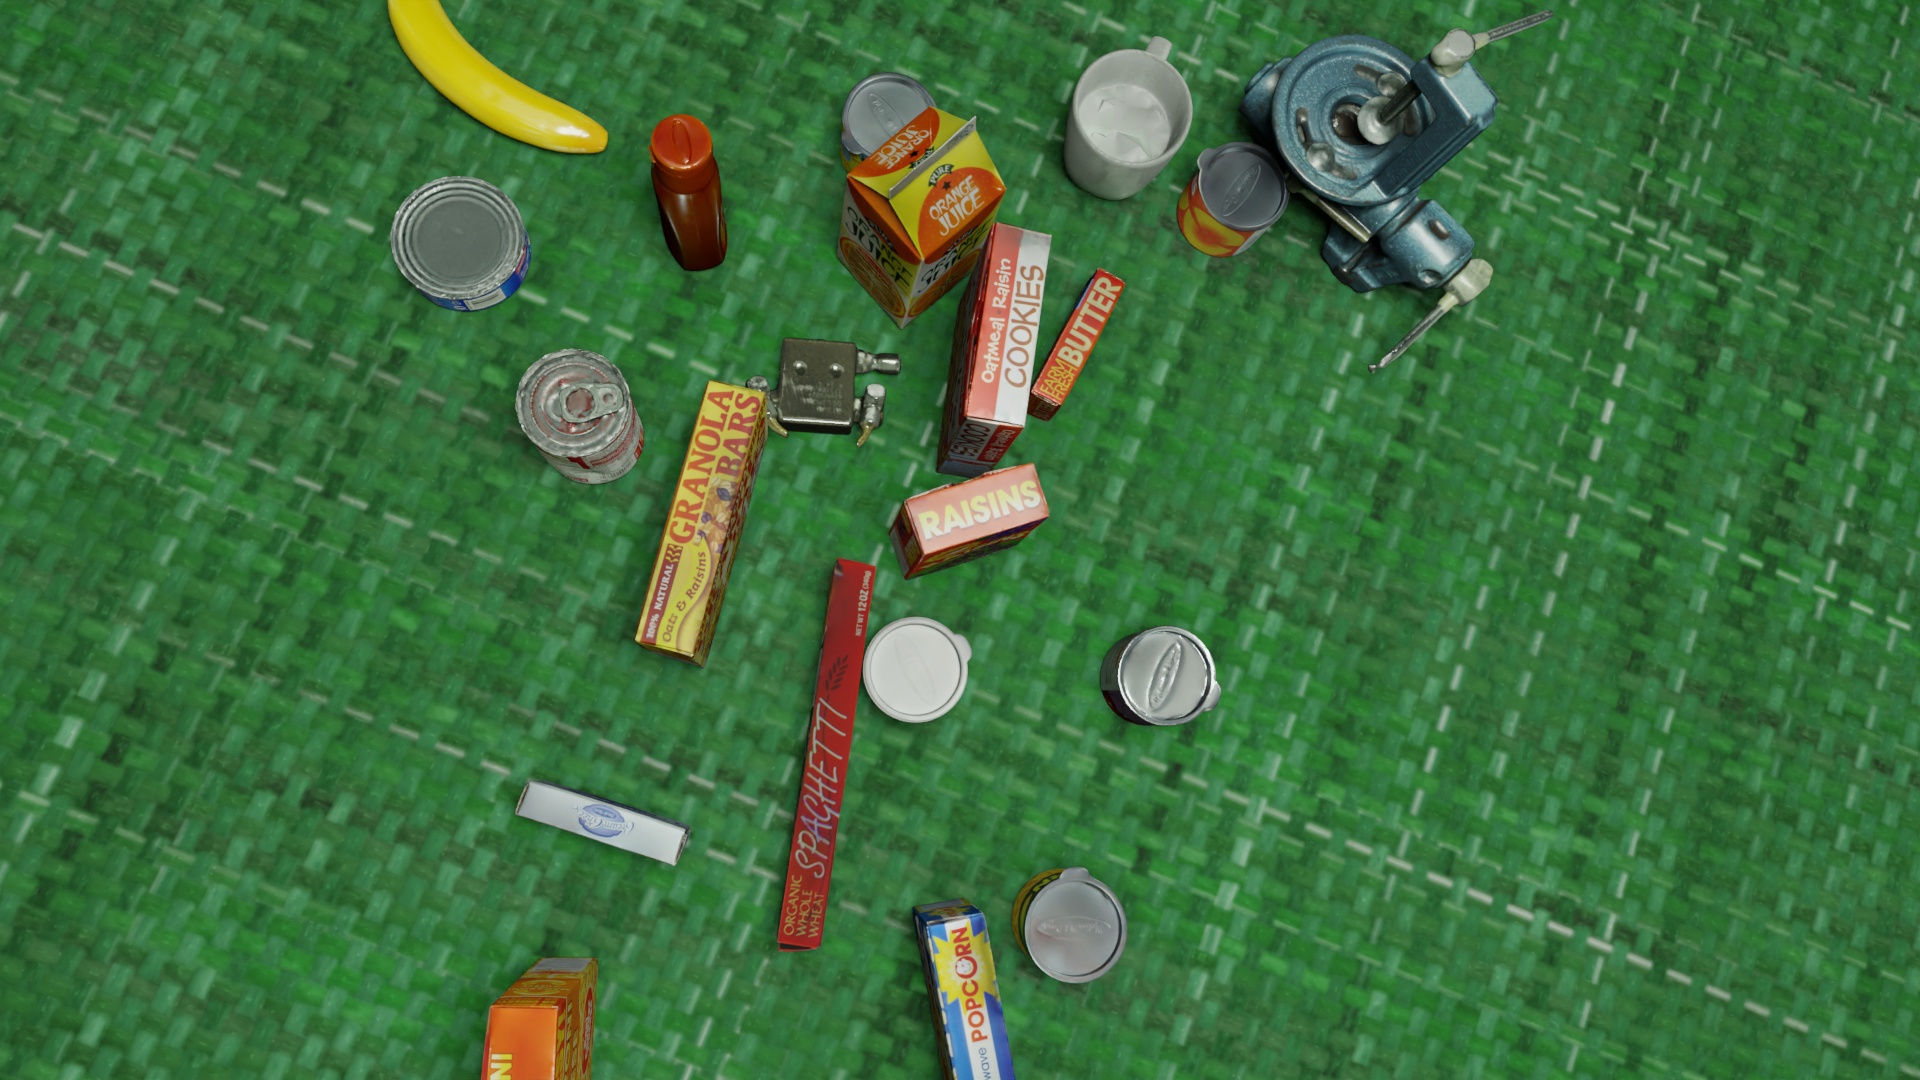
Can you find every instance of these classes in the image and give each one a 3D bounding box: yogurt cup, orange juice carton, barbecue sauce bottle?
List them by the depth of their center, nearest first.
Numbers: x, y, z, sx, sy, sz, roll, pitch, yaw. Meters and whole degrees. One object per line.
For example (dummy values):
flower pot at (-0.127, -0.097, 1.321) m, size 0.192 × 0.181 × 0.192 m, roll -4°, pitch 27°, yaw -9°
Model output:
orange juice carton at (-0.028, -0.210, 0.896) m, size 0.072 × 0.192 × 0.073 m, roll -42°, pitch 89°, yaw -11°
barbecue sauce bottle at (-0.177, -0.228, 0.901) m, size 0.044 × 0.148 × 0.065 m, roll -13°, pitch 84°, yaw -9°
yogurt cup at (-0.032, 0.087, 0.919) m, size 0.072 × 0.054 × 0.072 m, roll 1°, pitch 81°, yaw -7°

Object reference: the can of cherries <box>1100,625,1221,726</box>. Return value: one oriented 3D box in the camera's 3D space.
can of cherries at (0.134, 0.094, 0.937) m, size 0.071 × 0.058 × 0.071 m, roll 1°, pitch 81°, yaw -7°

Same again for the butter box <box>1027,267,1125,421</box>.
butter box at (0.078, -0.135, 0.969) m, size 0.024 × 0.053 × 0.103 m, roll 29°, pitch 79°, yaw -2°

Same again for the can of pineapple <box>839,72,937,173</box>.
can of pineapple at (-0.053, -0.284, 0.973) m, size 0.071 × 0.057 × 0.071 m, roll 1°, pitch 81°, yaw -7°

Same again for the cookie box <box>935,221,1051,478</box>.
cookie box at (0.017, -0.116, 0.900) m, size 0.040 × 0.167 × 0.123 m, roll 9°, pitch 81°, yaw -6°

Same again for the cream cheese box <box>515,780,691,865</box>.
cream cheese box at (-0.224, 0.177, 0.880) m, size 0.104 × 0.053 × 0.024 m, roll 19°, pitch 80°, yaw -4°

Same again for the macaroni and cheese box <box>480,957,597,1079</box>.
macaroni and cheese box at (-0.242, 0.316, 0.798) m, size 0.040 × 0.166 × 0.124 m, roll 2°, pitch 81°, yaw -7°

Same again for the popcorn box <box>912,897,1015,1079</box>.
popcorn box at (0.003, 0.295, 0.875) m, size 0.038 × 0.085 × 0.127 m, roll -10°, pitch 83°, yaw -9°

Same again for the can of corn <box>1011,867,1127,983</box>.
can of corn at (0.070, 0.247, 0.905) m, size 0.071 × 0.058 × 0.071 m, roll 1°, pitch 81°, yaw -7°

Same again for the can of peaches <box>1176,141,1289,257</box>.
can of peaches at (0.193, -0.245, 0.999) m, size 0.071 × 0.058 × 0.071 m, roll 1°, pitch 81°, yaw -7°

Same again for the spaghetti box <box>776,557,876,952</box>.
spaghetti box at (-0.088, 0.138, 0.905) m, size 0.029 × 0.050 × 0.250 m, roll 9°, pitch 80°, yaw -6°

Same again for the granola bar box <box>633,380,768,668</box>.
granola bar box at (-0.162, -0.007, 0.881) m, size 0.039 × 0.124 × 0.166 m, roll 15°, pitch 80°, yaw -5°

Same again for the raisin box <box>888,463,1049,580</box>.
raisin box at (0.003, -0.011, 0.904) m, size 0.086 × 0.123 × 0.040 m, roll -17°, pitch 84°, yaw -10°
